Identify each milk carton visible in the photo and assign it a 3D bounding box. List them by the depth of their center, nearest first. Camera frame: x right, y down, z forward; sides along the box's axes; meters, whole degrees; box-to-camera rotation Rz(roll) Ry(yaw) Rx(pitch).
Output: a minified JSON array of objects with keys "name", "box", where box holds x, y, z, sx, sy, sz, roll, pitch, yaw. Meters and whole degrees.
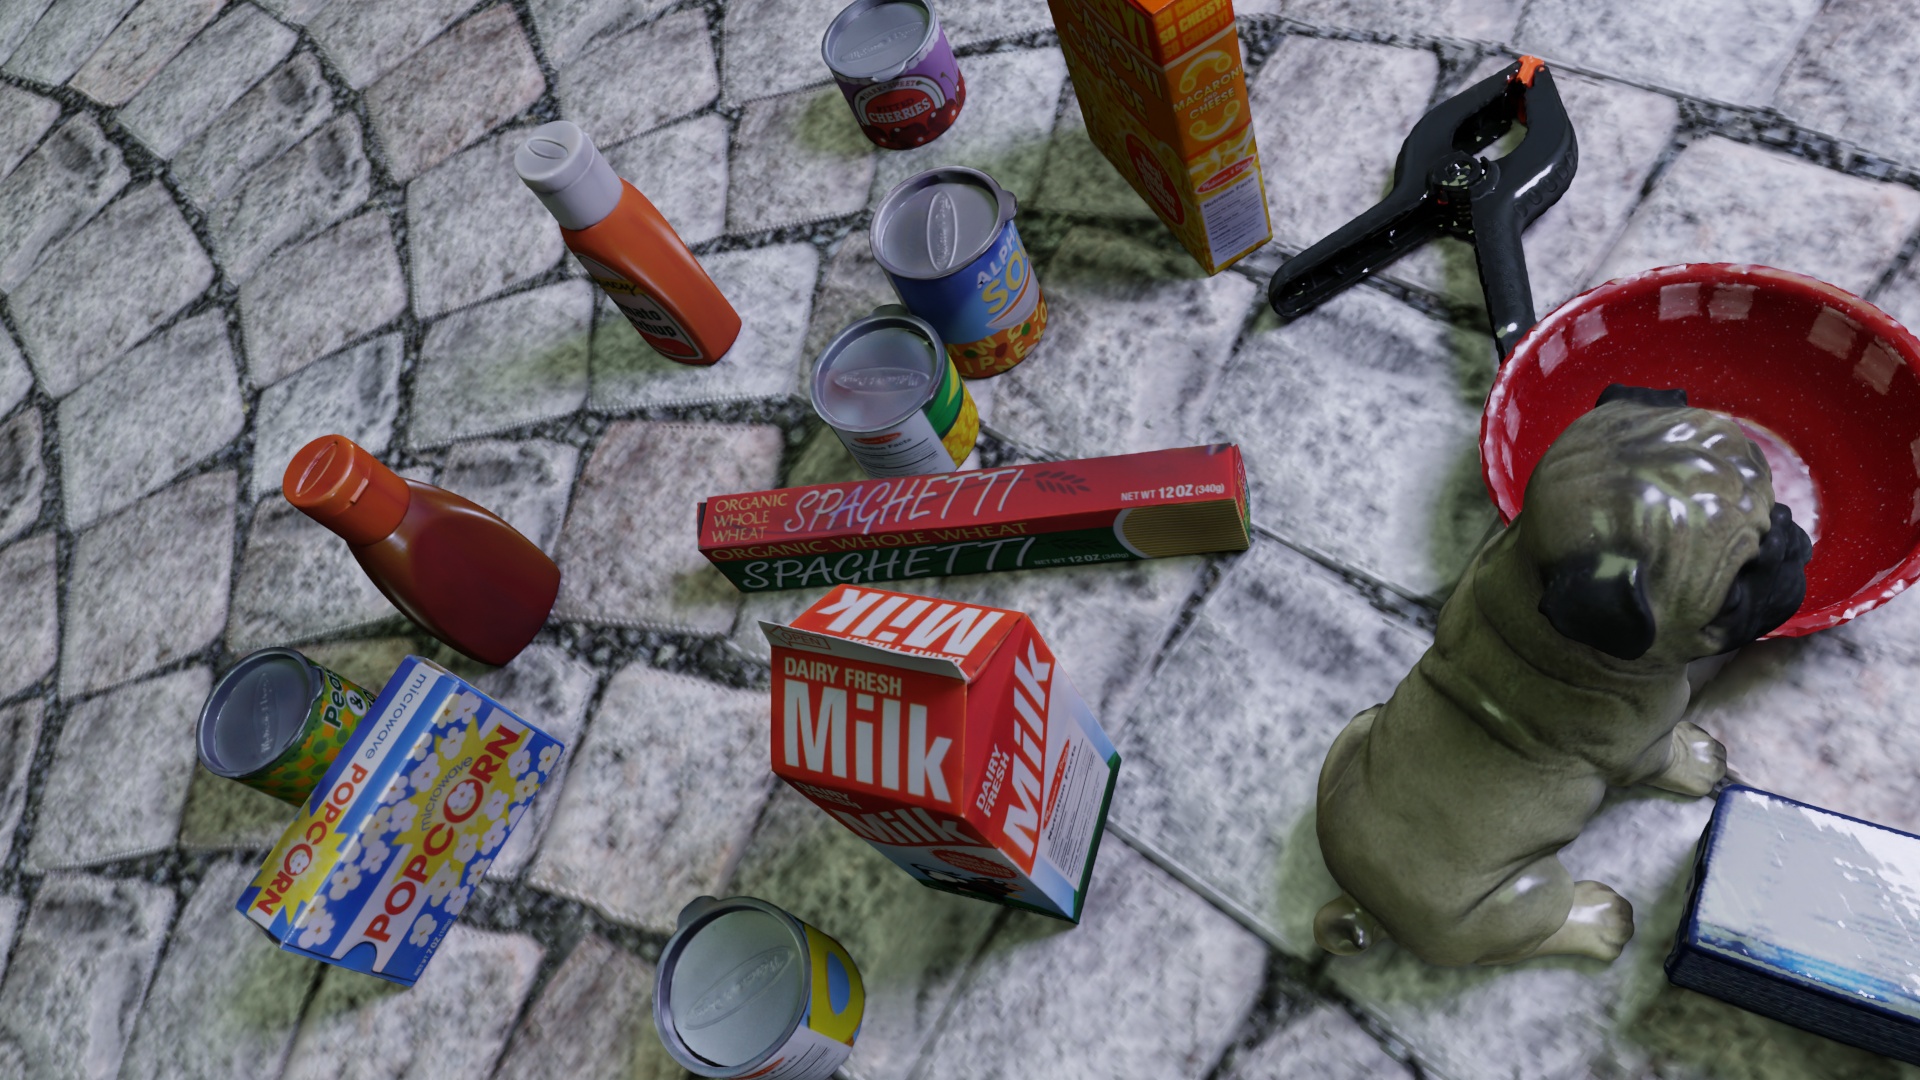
[{"name":"milk carton","box":[-0.004,0.074,0.497,0.072,0.190,0.074,8,66,24]}]

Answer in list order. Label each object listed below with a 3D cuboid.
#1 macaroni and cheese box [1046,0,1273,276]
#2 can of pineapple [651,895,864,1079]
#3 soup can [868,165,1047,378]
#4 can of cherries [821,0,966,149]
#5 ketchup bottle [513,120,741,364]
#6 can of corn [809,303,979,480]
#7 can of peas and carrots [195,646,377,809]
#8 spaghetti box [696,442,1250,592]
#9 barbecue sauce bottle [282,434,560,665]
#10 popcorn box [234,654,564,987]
[{"name":"macaroni and cheese box","box":[0.086,-0.218,0.641,0.040,0.166,0.124,-32,57,1]},{"name":"can of pineapple","box":[-0.078,0.178,0.545,0.071,0.057,0.071,-9,60,15]},{"name":"soup can","box":[0.004,-0.128,0.670,0.071,0.083,0.071,-9,60,15]},{"name":"can of cherries","box":[-0.036,-0.260,0.772,0.071,0.058,0.072,-9,60,15]},{"name":"ketchup bottle","box":[-0.169,-0.149,0.704,0.065,0.148,0.043,22,72,28]},{"name":"can of corn","box":[-0.030,-0.067,0.664,0.071,0.058,0.071,-9,60,15]},{"name":"can of peas and carrots","box":[-0.323,0.092,0.680,0.071,0.058,0.071,-9,60,15]},{"name":"spaghetti box","box":[0.002,-0.008,0.624,0.250,0.050,0.029,-5,61,17]},{"name":"barbecue sauce bottle","box":[-0.249,0.003,0.649,0.044,0.148,0.065,19,70,27]},{"name":"popcorn box","box":[-0.244,0.125,0.617,0.038,0.085,0.127,20,71,28]}]
